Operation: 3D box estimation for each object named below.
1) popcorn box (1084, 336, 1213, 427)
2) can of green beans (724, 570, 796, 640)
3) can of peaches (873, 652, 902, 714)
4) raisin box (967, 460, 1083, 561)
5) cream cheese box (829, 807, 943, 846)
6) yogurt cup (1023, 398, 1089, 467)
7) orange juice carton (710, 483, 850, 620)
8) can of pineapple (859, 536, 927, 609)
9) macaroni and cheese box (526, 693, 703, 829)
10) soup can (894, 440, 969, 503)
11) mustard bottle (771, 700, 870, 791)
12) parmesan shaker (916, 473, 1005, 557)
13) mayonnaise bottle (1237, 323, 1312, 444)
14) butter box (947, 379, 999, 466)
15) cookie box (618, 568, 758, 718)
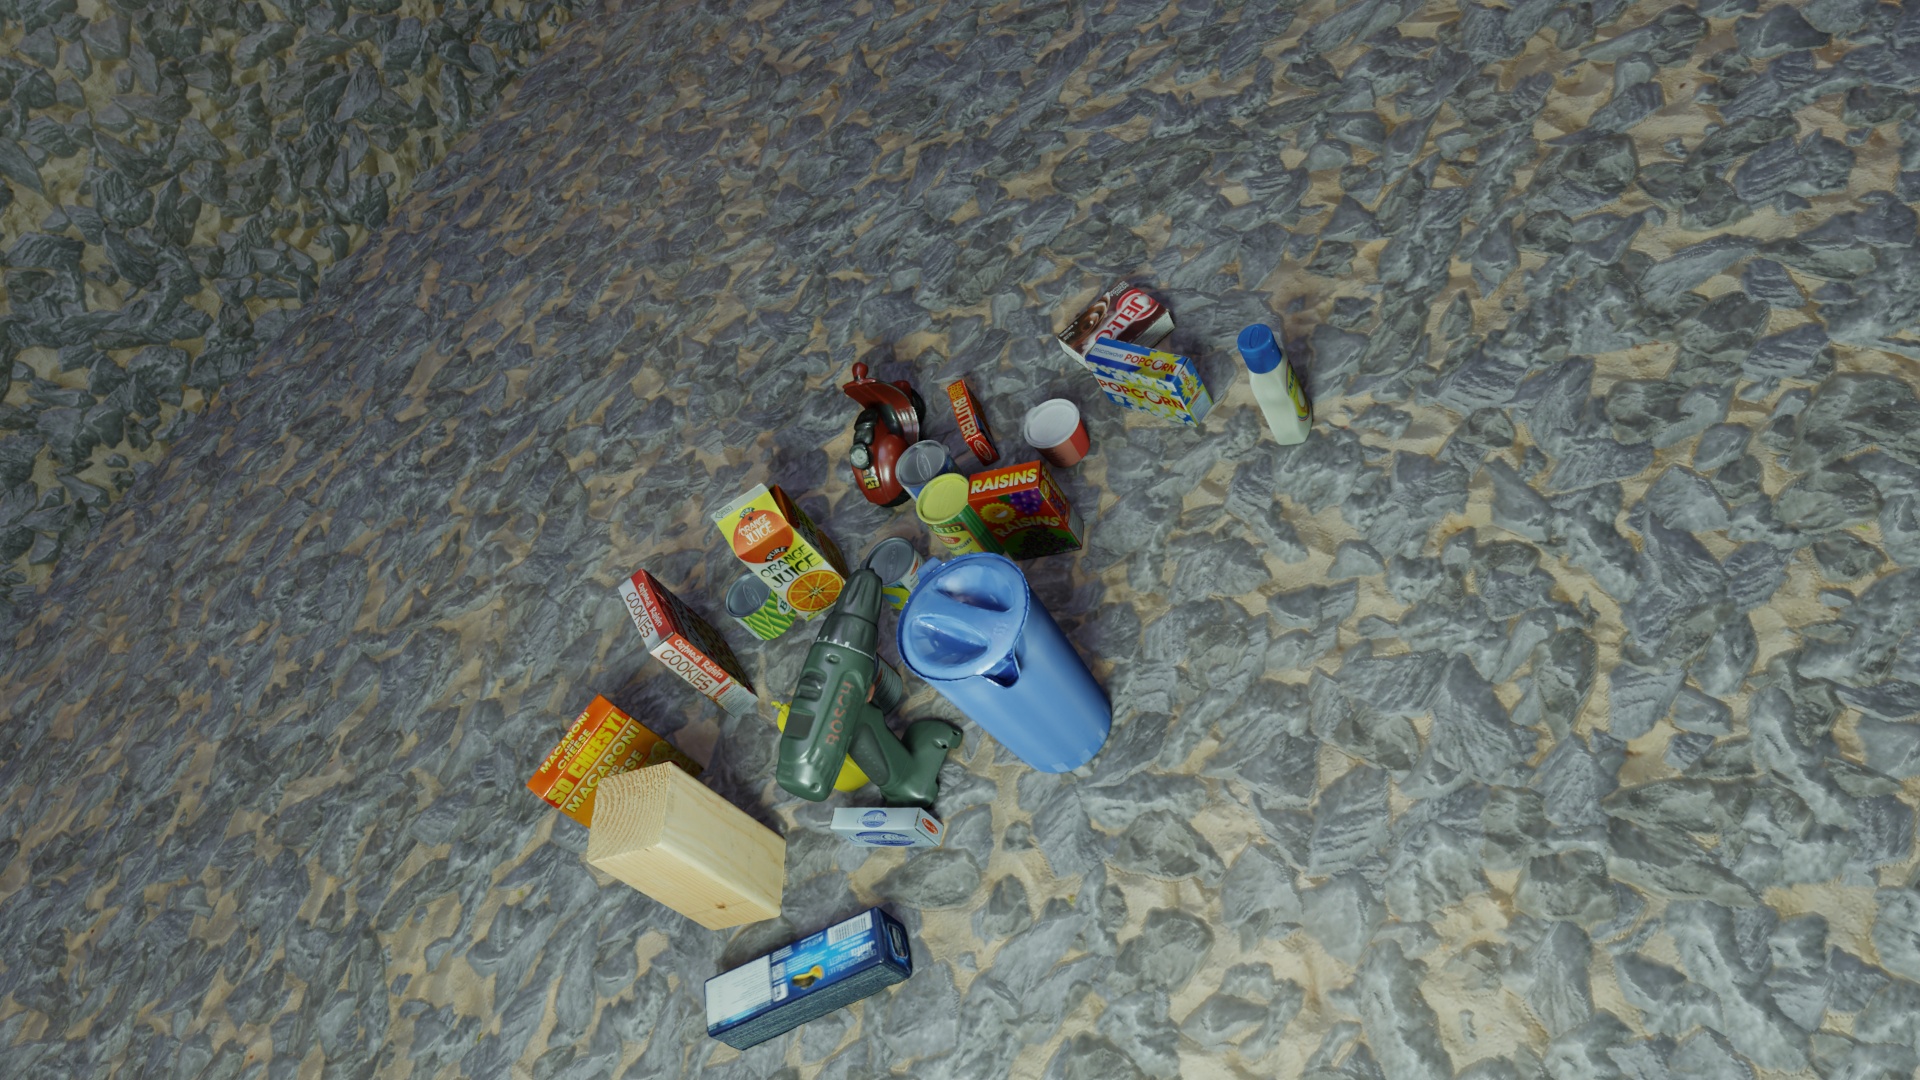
[{"bbox_3d":[0.210,-0.179,1.557,0.127,0.085,0.038,22,71,40],"label":"popcorn box"},{"bbox_3d":[-0.238,0.078,1.659,0.071,0.057,0.071,-16,51,21],"label":"can of green beans"},{"bbox_3d":[-0.107,0.154,1.522,0.071,0.058,0.071,-16,51,21],"label":"can of peaches"},{"bbox_3d":[0.072,-0.031,1.506,0.086,0.123,0.040,-10,53,25],"label":"raisin box"},{"bbox_3d":[-0.075,0.290,1.406,0.103,0.053,0.024,-6,55,28],"label":"cream cheese box"},{"bbox_3d":[0.114,-0.120,1.594,0.072,0.053,0.073,-16,51,21],"label":"yogurt cup"},{"bbox_3d":[-0.205,0.005,1.599,0.072,0.192,0.073,-32,47,8],"label":"orange juice carton"},{"bbox_3d":[-0.070,0.038,1.586,0.071,0.057,0.071,-16,51,21],"label":"can of pineapple"},{"bbox_3d":[-0.379,0.260,1.534,0.040,0.166,0.124,25,73,41],"label":"macaroni and cheese box"},{"bbox_3d":[-0.025,-0.068,1.619,0.071,0.083,0.072,-16,51,21],"label":"soup can"},{"bbox_3d":[-0.147,0.204,1.439,0.049,0.159,0.065,-31,47,9],"label":"mustard bottle"},{"bbox_3d":[0.006,-0.019,1.551,0.071,0.102,0.071,-16,51,21],"label":"parmesan shaker"},{"bbox_3d":[0.325,-0.163,1.433,0.041,0.147,0.065,-5,56,29],"label":"mayonnaise bottle"},{"bbox_3d":[0.015,-0.142,1.671,0.024,0.053,0.104,-28,48,12],"label":"butter box"},{"bbox_3d":[-0.312,0.118,1.598,0.040,0.167,0.123,-40,46,0],"label":"cookie box"}]
